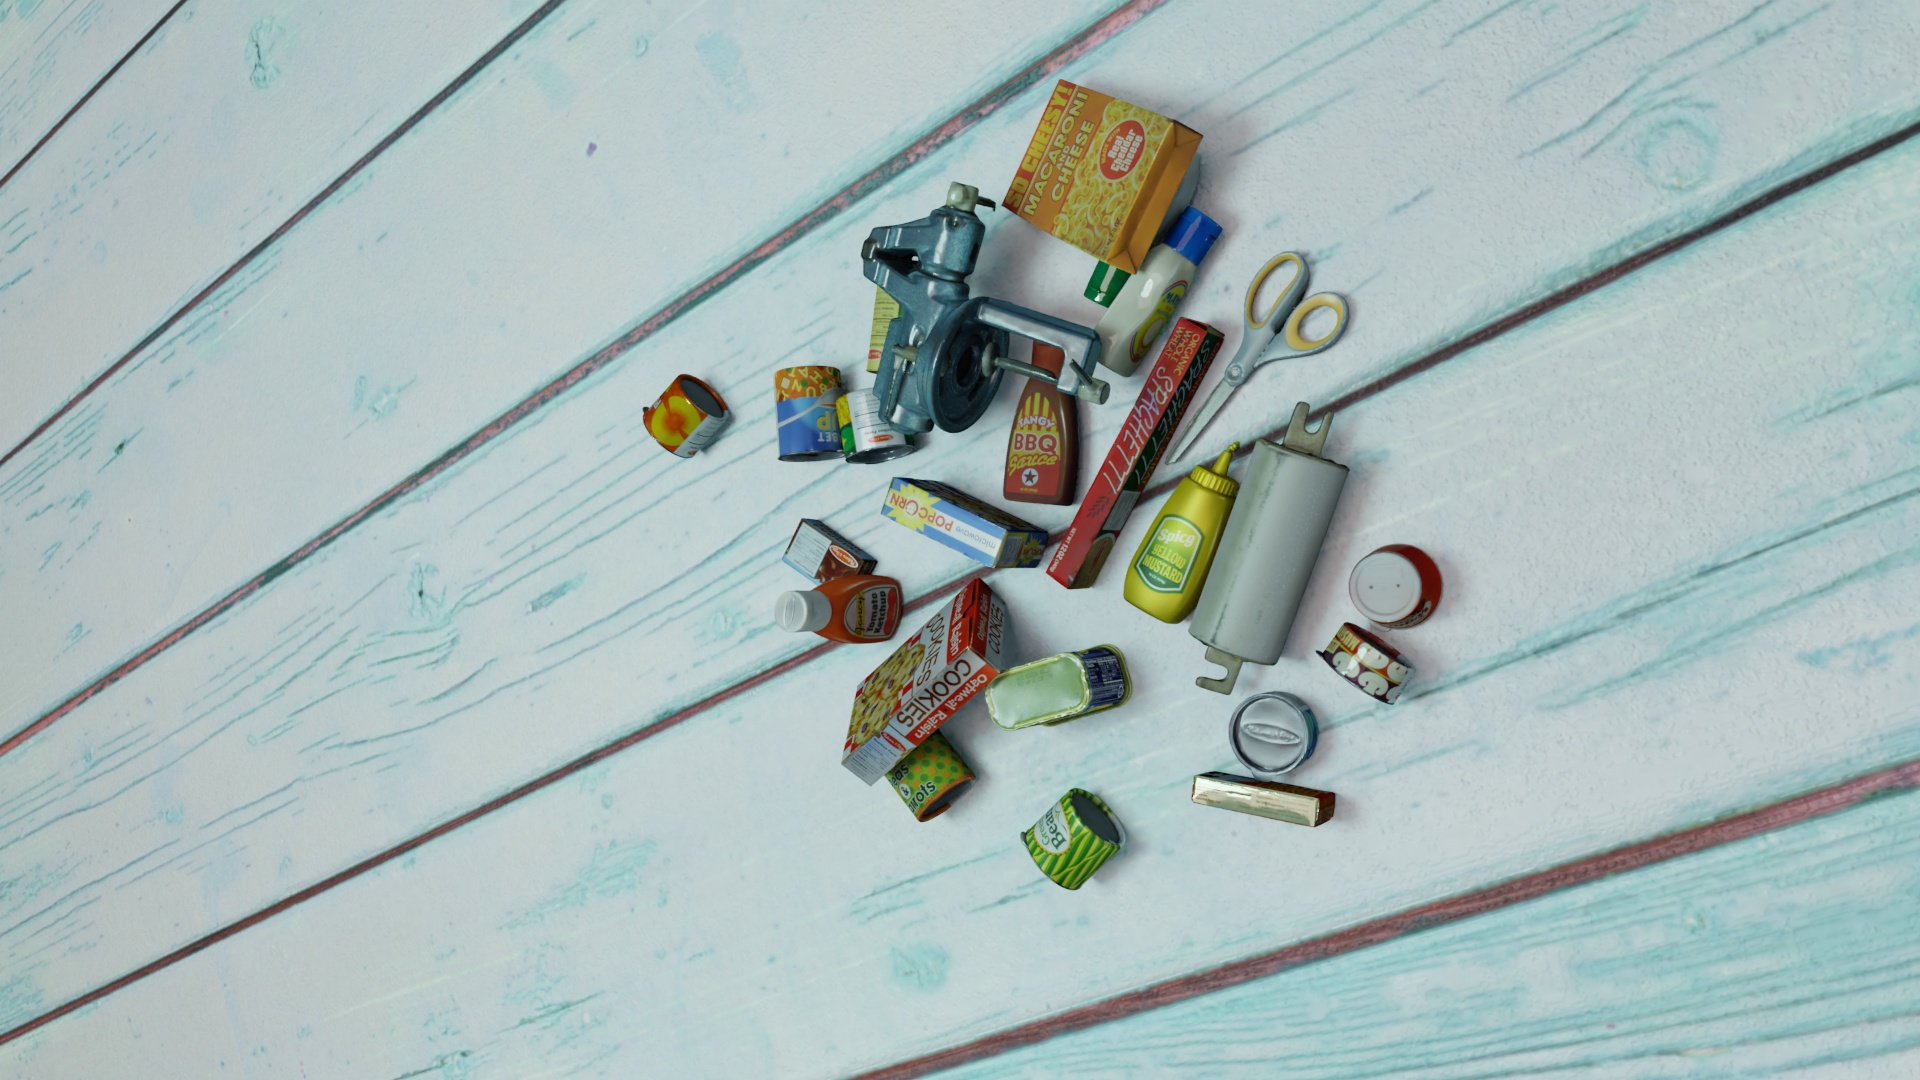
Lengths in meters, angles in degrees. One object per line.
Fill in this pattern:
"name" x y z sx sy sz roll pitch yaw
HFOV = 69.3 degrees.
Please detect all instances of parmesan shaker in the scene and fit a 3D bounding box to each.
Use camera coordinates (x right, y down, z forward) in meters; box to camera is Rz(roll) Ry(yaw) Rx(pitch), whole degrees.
"parmesan shaker" -0.046 -0.202 1.277 0.071 0.071 0.103 9 92 29

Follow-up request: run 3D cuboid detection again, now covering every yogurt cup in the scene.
"yogurt cup" 0.332 0.036 1.070 0.072 0.054 0.072 -1 87 28

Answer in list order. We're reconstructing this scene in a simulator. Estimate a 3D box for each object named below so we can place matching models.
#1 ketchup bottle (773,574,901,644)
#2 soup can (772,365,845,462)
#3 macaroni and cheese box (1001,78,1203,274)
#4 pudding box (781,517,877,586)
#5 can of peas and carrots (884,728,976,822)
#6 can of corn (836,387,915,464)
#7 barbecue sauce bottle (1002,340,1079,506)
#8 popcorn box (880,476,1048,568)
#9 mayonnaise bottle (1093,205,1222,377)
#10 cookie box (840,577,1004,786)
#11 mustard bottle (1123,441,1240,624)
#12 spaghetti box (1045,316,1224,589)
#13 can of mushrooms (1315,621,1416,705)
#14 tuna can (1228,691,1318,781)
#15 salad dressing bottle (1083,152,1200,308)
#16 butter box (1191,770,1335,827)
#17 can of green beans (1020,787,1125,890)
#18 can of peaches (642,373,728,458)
"ketchup bottle" -0.110 0.063 1.258 0.043 0.149 0.064 9 93 30
"soup can" -0.142 -0.121 1.329 0.071 0.071 0.084 -7 85 29
"macaroni and cheese box" 0.115 -0.309 1.172 0.167 0.040 0.123 43 112 49
"pudding box" -0.127 0.020 1.336 0.084 0.030 0.049 33 103 25
"can of peas and carrots" -0.030 0.213 1.254 0.070 0.071 0.059 -48 69 19
"can of corn" -0.080 -0.107 1.296 0.071 0.071 0.058 -14 81 28
"barbecue sauce bottle" 0.075 -0.106 1.222 0.065 0.044 0.148 6 91 30
"popcorn box" 0.004 -0.015 1.234 0.127 0.085 0.038 26 102 27
"mayonnaise bottle" 0.163 -0.209 1.168 0.041 0.065 0.147 40 103 25
"cookie box" -0.032 0.123 1.230 0.040 0.123 0.167 41 112 -16
"mustard bottle" 0.191 -0.011 1.151 0.065 0.049 0.160 28 102 25
"spaghetti box" 0.148 -0.072 1.177 0.029 0.050 0.249 33 103 24
"can of mushrooms" 0.313 0.093 1.071 0.071 0.071 0.033 38 106 24
"tuna can" 0.253 0.158 1.121 0.071 0.033 0.071 -1 88 29
"salad dressing bottle" 0.152 -0.269 1.185 0.064 0.044 0.147 34 106 34
"butter box" 0.243 0.207 1.114 0.103 0.053 0.024 7 89 28
"can of green beans" 0.098 0.254 1.184 0.057 0.071 0.071 -48 68 19
"can of peaches" -0.279 -0.128 1.402 0.058 0.071 0.071 -43 70 20
